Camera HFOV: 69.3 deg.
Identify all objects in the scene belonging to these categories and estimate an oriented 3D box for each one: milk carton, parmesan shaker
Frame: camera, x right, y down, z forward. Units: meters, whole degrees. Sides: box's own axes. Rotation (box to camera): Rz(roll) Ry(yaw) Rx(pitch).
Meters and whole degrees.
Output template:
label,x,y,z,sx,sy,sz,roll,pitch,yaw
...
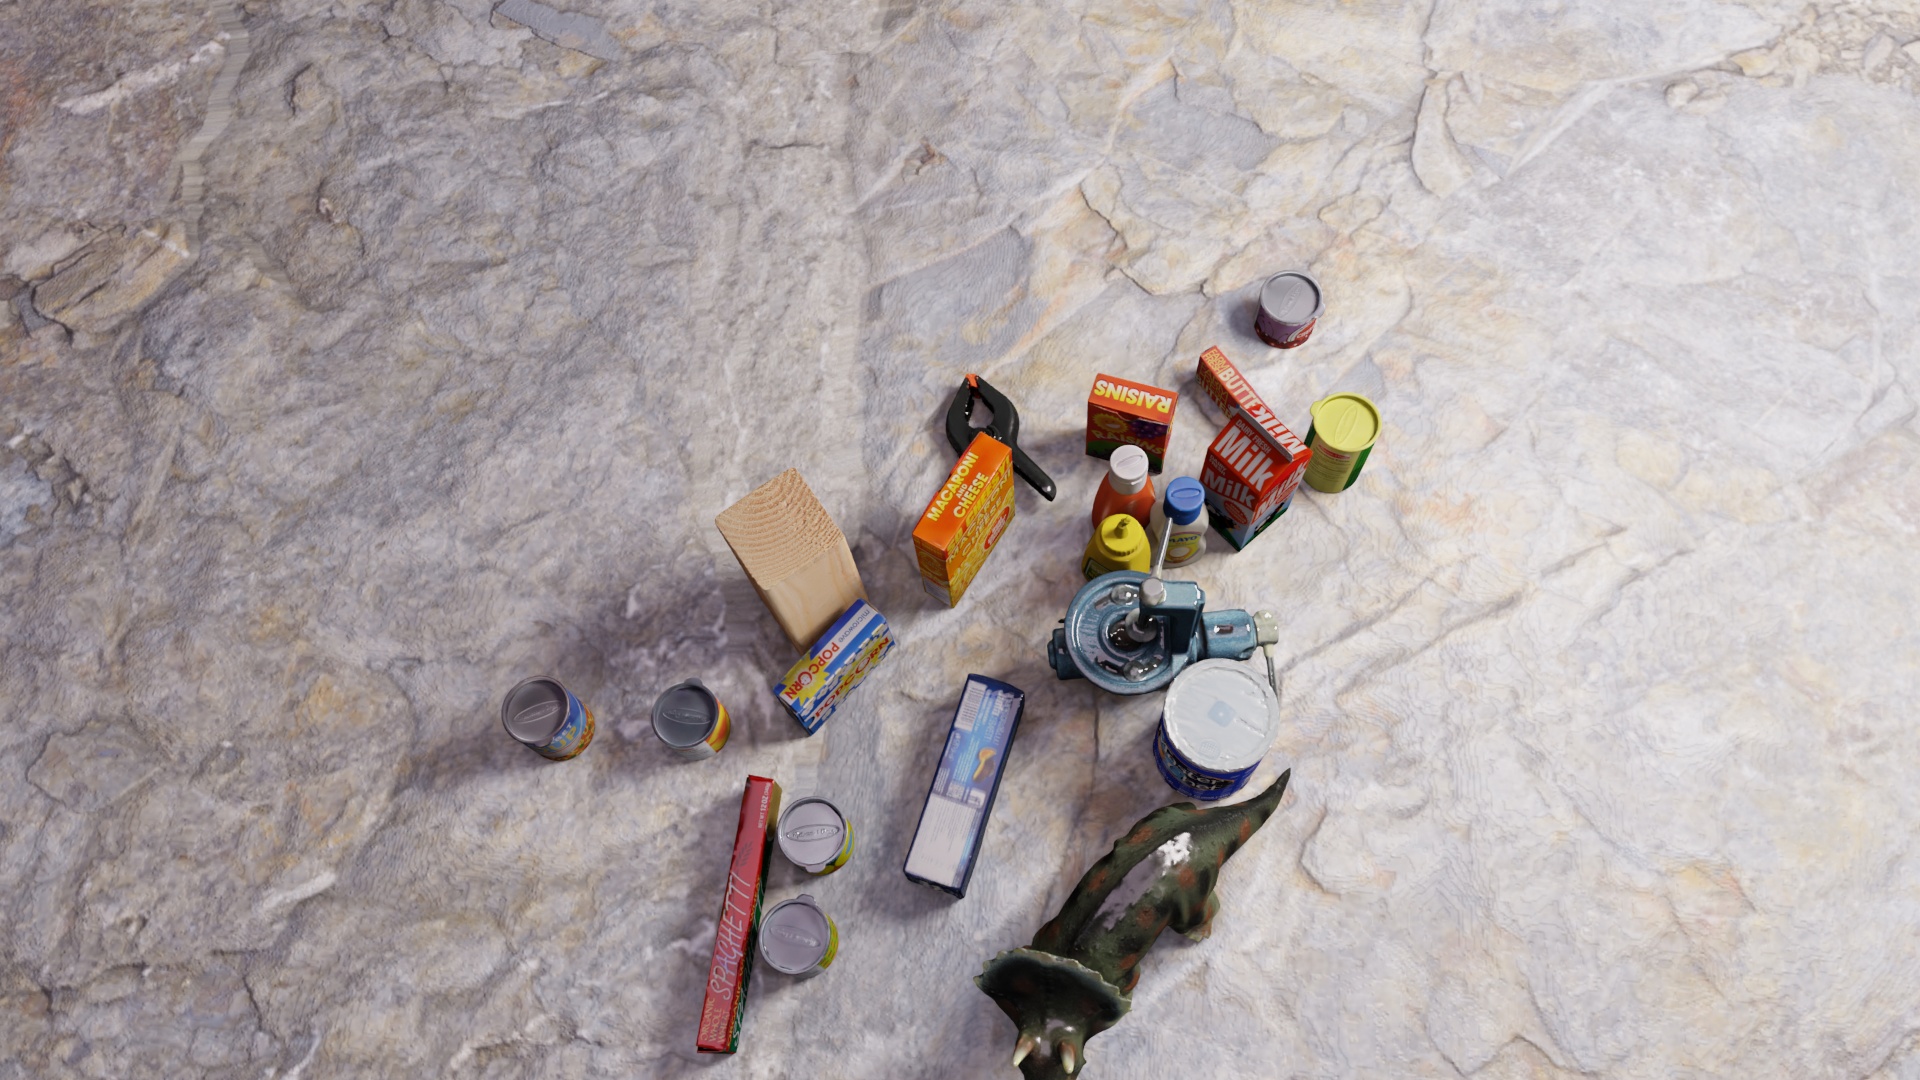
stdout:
label,x,y,z,sx,sy,sz,roll,pitch,yaw
milk carton,0.285,-0.066,1.355,0.073,0.190,0.072,-40,71,-12
parmesan shaker,0.381,-0.100,1.410,0.071,0.102,0.071,-1,68,3

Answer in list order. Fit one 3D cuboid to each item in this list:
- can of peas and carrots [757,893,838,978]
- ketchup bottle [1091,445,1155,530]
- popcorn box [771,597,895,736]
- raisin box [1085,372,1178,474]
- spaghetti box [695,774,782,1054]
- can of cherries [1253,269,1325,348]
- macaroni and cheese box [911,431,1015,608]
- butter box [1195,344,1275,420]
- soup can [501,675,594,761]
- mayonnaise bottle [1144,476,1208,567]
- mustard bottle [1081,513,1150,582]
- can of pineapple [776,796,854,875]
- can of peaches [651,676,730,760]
label,x,y,z,sx,sy,sz,roll,pitch,yaw
can of peas and carrots,-0.148,0.364,1.277,0.071,0.058,0.071,-1,68,3
ketchup bottle,0.164,-0.047,1.377,0.065,0.148,0.043,-22,69,-5
popcorn box,-0.122,0.124,1.359,0.038,0.085,0.127,39,75,17
raisin box,0.173,-0.118,1.419,0.086,0.123,0.040,16,70,10
spaghetti box,-0.204,0.347,1.292,0.029,0.050,0.251,6,68,6
can of cherries,0.354,-0.246,1.496,0.071,0.058,0.072,-1,68,3
macaroni and cheese box,0.005,-0.017,1.365,0.040,0.166,0.124,29,73,14
butter box,0.288,-0.153,1.464,0.024,0.053,0.104,-32,70,-9
soup can,-0.400,0.178,1.355,0.071,0.083,0.071,-1,68,3
mayonnaise bottle,0.214,-0.017,1.362,0.065,0.147,0.041,-7,68,1
mustard bottle,0.152,0.010,1.349,0.065,0.159,0.049,30,73,14
can of pineapple,-0.136,0.281,1.311,0.071,0.057,0.071,-1,68,3
can of peaches,-0.262,0.175,1.361,0.071,0.058,0.071,-1,68,3
